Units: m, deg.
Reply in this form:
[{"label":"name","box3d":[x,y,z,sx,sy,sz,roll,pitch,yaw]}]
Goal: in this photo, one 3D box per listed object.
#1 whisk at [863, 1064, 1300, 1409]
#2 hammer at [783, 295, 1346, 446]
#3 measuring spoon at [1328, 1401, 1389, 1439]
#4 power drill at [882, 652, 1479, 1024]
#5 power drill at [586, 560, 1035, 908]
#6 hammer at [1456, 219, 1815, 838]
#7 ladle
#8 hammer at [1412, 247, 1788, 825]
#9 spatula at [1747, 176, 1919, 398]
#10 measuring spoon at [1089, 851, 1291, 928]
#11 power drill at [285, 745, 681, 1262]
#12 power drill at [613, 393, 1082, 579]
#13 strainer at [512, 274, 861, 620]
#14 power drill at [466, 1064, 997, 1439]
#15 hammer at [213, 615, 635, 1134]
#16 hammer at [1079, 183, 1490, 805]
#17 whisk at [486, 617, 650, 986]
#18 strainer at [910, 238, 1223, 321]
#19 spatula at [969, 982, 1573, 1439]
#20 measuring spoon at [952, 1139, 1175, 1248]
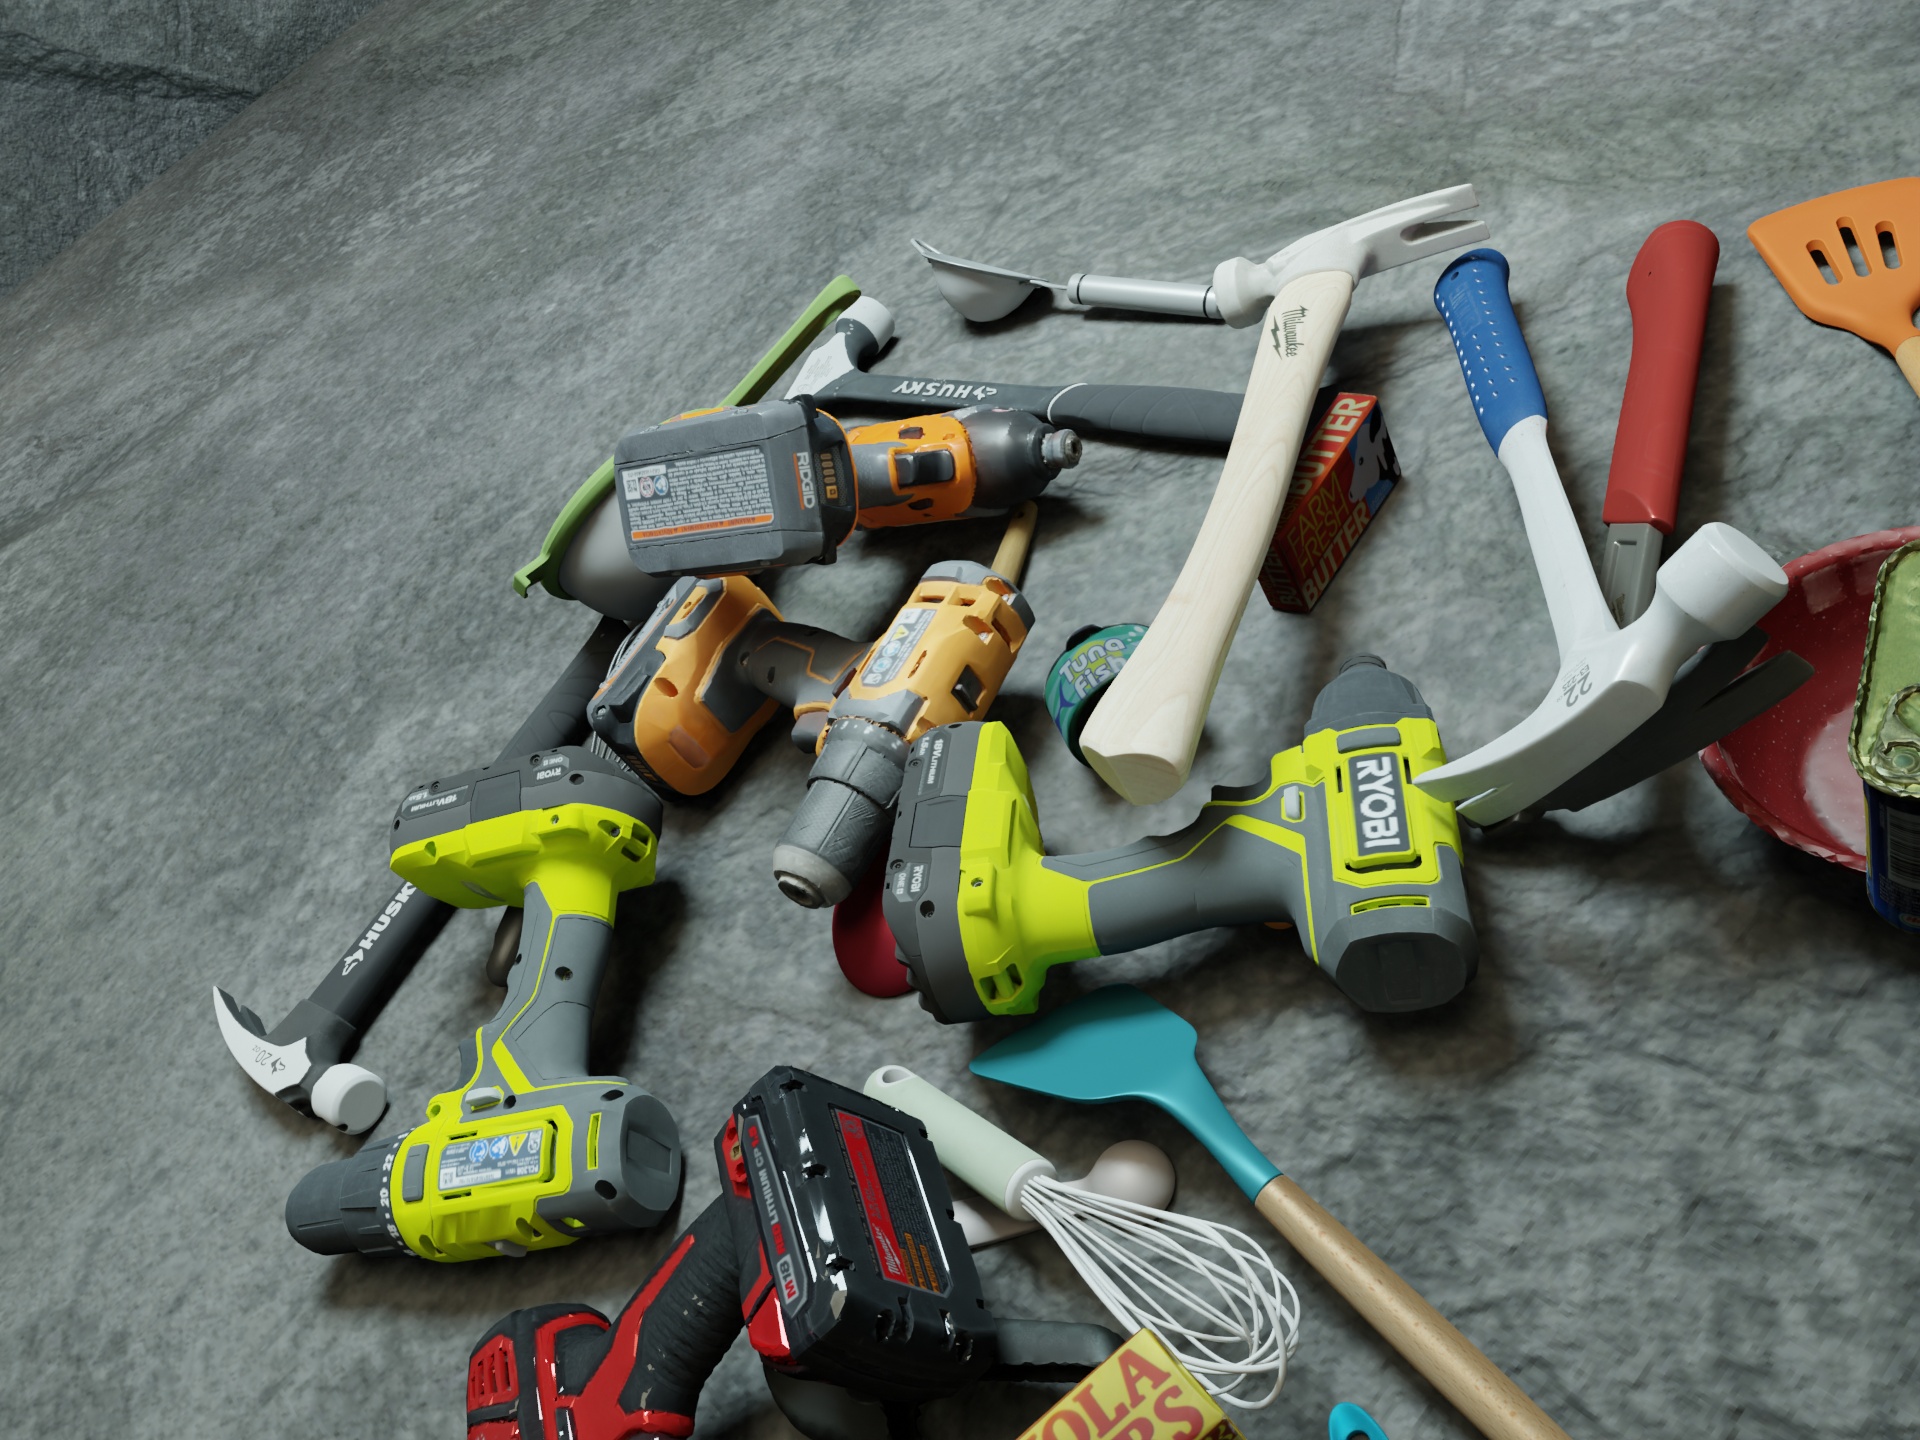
[{"label":"whisk","box3d":[0.032,0.178,0.589,0.057,0.059,0.246,-12,15,-31]},{"label":"hammer","box3d":[0.047,-0.188,0.951,0.409,0.036,0.149,14,61,38]},{"label":"measuring spoon","box3d":[0.146,0.269,0.488,0.042,0.021,0.129,-30,33,4]},{"label":"power drill","box3d":[0.090,0.047,0.664,0.223,0.080,0.171,-9,41,15]},{"label":"power drill","box3d":[-0.090,0.003,0.804,0.226,0.084,0.185,4,54,41]},{"label":"hammer","box3d":[0.303,-0.113,0.685,0.149,0.036,0.359,-46,14,53]},{"label":"ladle","box3d":[-0.001,-0.003,0.815,0.069,0.031,0.316,-3,48,27]},{"label":"hammer","box3d":[0.243,-0.114,0.698,0.144,0.035,0.406,-53,14,34]},{"label":"spatula","box3d":[0.408,-0.154,0.671,0.081,0.041,0.323,-12,31,21]},{"label":"measuring spoon","box3d":[0.098,0.075,0.698,0.117,0.011,0.021,9,49,40]},{"label":"power drill","box3d":[-0.225,0.140,0.758,0.190,0.080,0.229,-14,58,18]},{"label":"power drill","box3d":[-0.049,-0.130,0.839,0.164,0.084,0.226,-2,10,35]},{"label":"strainer","box3d":[-0.133,-0.142,0.923,0.256,0.151,0.069,-44,82,15]},{"label":"power drill","box3d":[-0.097,0.242,0.576,0.219,0.078,0.143,-44,40,17]},{"label":"hammer","box3d":[-0.288,0.068,0.912,0.146,0.035,0.335,12,58,37]},{"label":"hammer","box3d":[0.146,-0.121,0.736,0.146,0.038,0.411,-11,38,35]},{"label":"whisk","box3d":[-0.203,0.039,0.883,0.055,0.055,0.239,3,58,33]},{"label":"strainer","box3d":[0.069,-0.273,1.012,0.259,0.050,0.087,16,17,34]},{"label":"spatula","box3d":[0.127,0.188,0.556,0.082,0.044,0.318,-23,44,-29]},{"label":"measuring spoon","box3d":[0.023,0.190,0.626,0.124,0.018,0.034,-19,44,16]}]
